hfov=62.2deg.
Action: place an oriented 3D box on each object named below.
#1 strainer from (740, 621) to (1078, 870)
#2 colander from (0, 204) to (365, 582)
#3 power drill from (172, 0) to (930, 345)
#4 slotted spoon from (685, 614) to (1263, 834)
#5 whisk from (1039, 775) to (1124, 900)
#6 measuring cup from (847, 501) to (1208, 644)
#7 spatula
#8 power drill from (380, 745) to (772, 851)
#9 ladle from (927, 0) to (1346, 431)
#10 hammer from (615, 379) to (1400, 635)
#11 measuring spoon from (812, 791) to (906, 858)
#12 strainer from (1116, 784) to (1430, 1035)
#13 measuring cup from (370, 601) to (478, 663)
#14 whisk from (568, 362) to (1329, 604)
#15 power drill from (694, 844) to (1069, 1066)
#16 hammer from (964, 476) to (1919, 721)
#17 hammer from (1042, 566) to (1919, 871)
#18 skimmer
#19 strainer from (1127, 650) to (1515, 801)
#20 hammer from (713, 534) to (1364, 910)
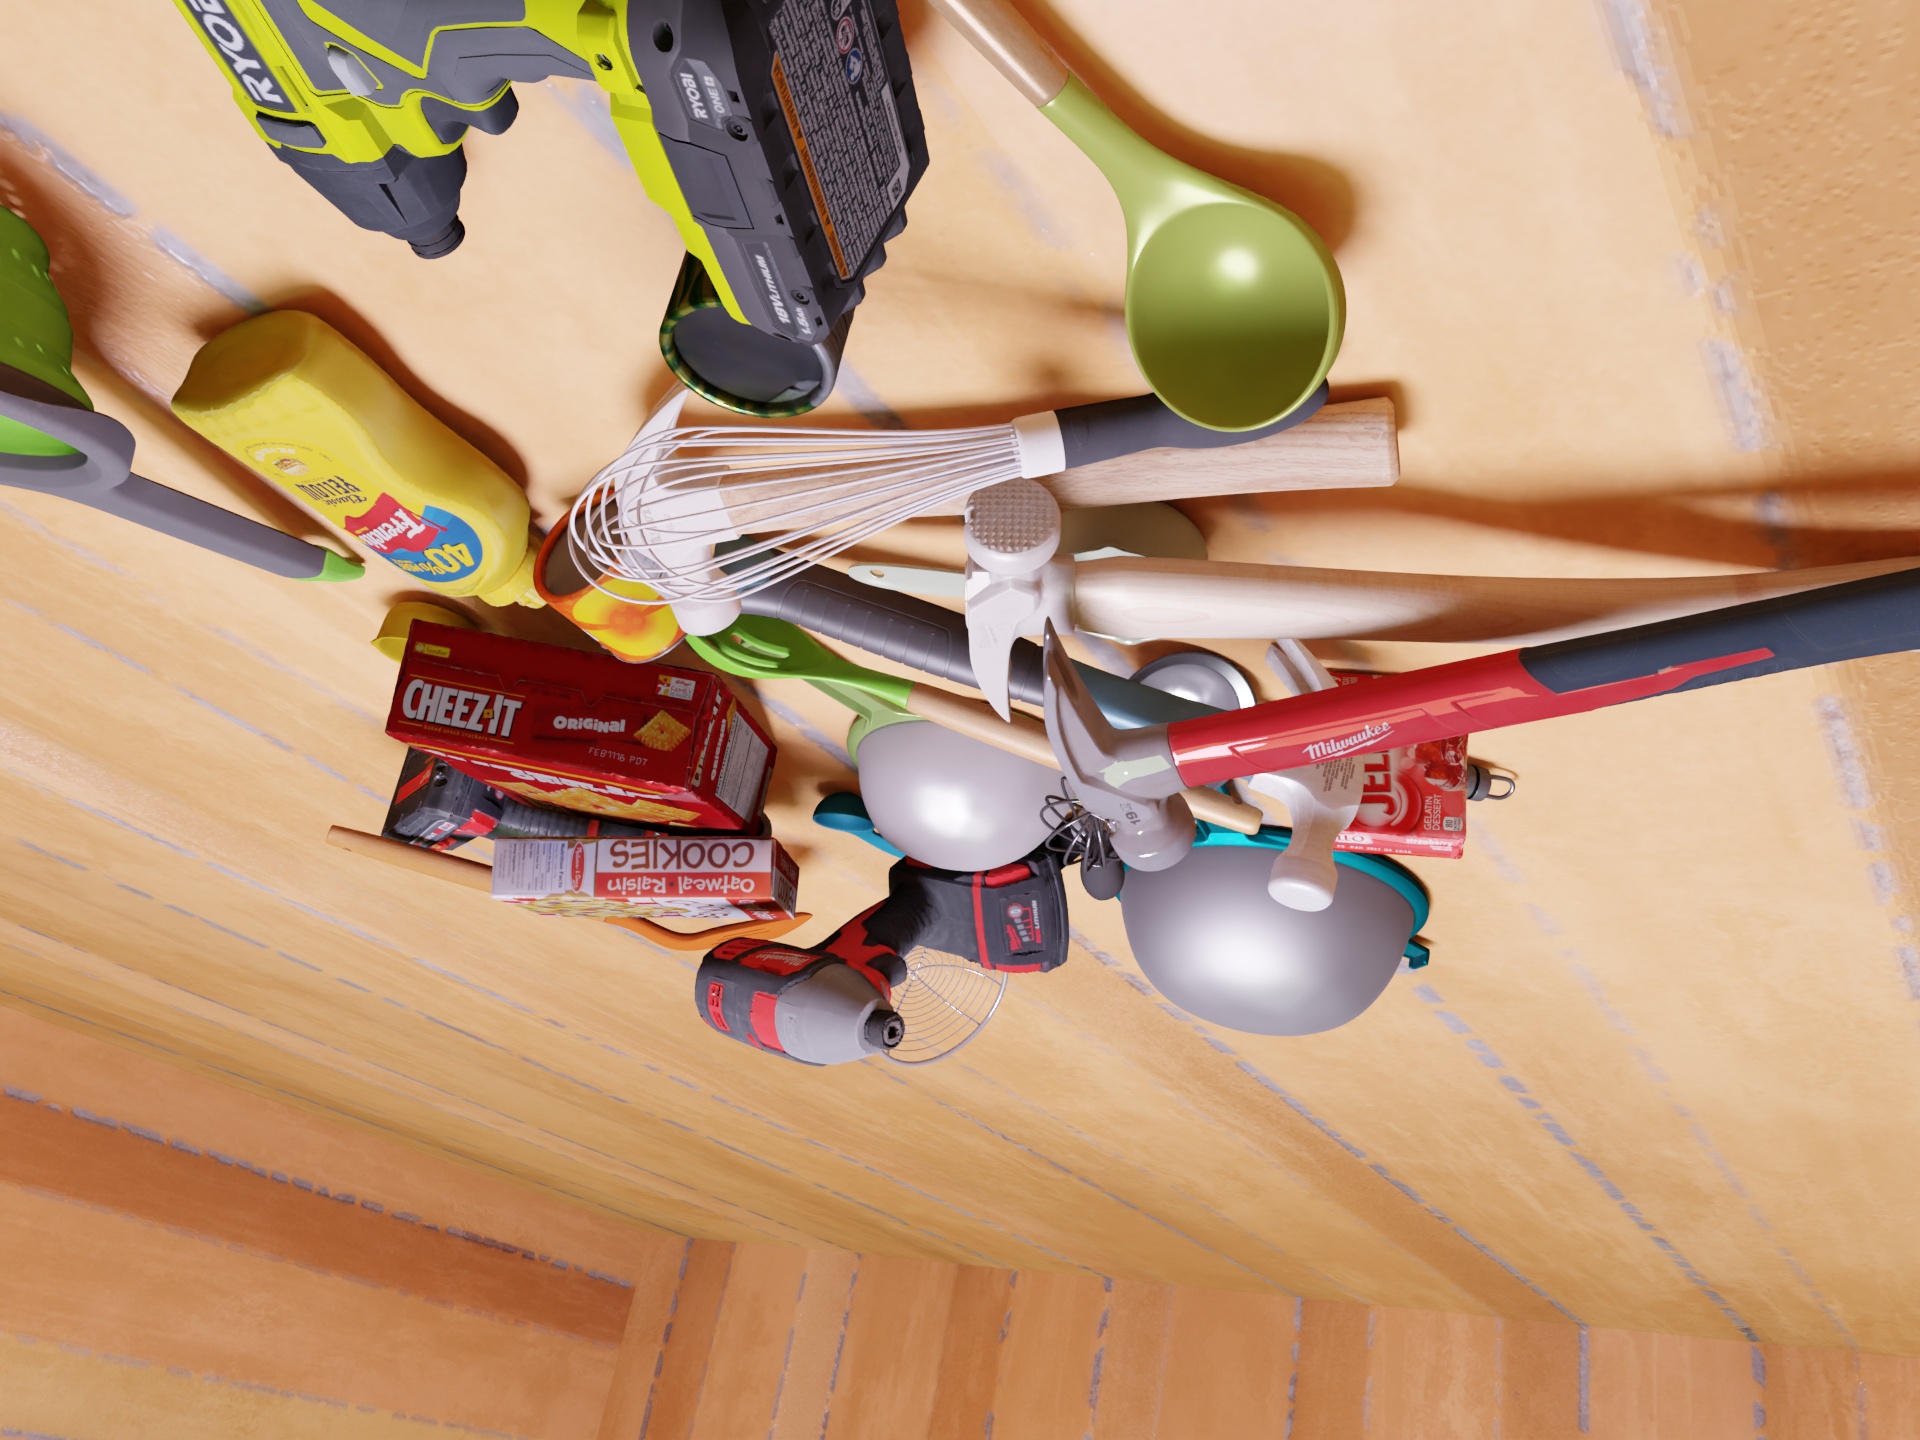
[{"bbox_3d":[-0.034,0.028,0.916,0.151,0.069,0.256,-13,146,40],"label":"strainer"},{"bbox_3d":[-0.407,-0.152,0.712,0.204,0.094,0.396,5,171,22],"label":"colander"},{"bbox_3d":[-0.130,-0.193,0.480,0.223,0.080,0.171,18,156,20],"label":"power drill"},{"bbox_3d":[-0.001,-0.003,0.791,0.314,0.070,0.031,20,116,10],"label":"slotted spoon"},{"bbox_3d":[0.079,0.077,0.928,0.055,0.055,0.238,7,164,9],"label":"whisk"},{"bbox_3d":[0.031,-0.074,0.725,0.167,0.038,0.083,6,153,16],"label":"measuring cup"},{"bbox_3d":[-0.262,0.115,1.079,0.322,0.041,0.081,19,154,-18],"label":"spatula"},{"bbox_3d":[-0.254,0.067,1.083,0.226,0.080,0.188,24,151,-29],"label":"power drill"},{"bbox_3d":[0.008,-0.197,0.469,0.078,0.062,0.319,-20,137,41],"label":"ladle"},{"bbox_3d":[0.009,-0.102,0.658,0.331,0.031,0.129,-3,133,18],"label":"hammer"},{"bbox_3d":[-0.056,0.072,1.083,0.042,0.021,0.128,-5,159,28],"label":"measuring spoon"},{"bbox_3d":[0.174,0.124,0.995,0.211,0.095,0.340,-1,153,23],"label":"strainer"},{"bbox_3d":[-0.318,-0.036,0.965,0.062,0.029,0.156,17,163,-11],"label":"measuring cup"},{"bbox_3d":[-0.003,-0.093,0.581,0.284,0.070,0.070,-12,153,-2],"label":"whisk"},{"bbox_3d":[-0.037,0.141,0.965,0.143,0.078,0.219,6,-161,41],"label":"power drill"},{"bbox_3d":[0.208,-0.042,0.657,0.410,0.038,0.146,1,153,3],"label":"hammer"},{"bbox_3d":[0.224,-0.025,0.605,0.386,0.038,0.143,-13,139,18],"label":"hammer"},{"bbox_3d":[0.029,0.163,1.139,0.127,0.090,0.363,-14,162,-28],"label":"skimmer"},{"bbox_3d":[0.175,0.014,0.838,0.258,0.050,0.086,11,111,-11],"label":"strainer"},{"bbox_3d":[0.033,-0.022,0.762,0.331,0.128,0.033,19,153,4],"label":"hammer"}]
